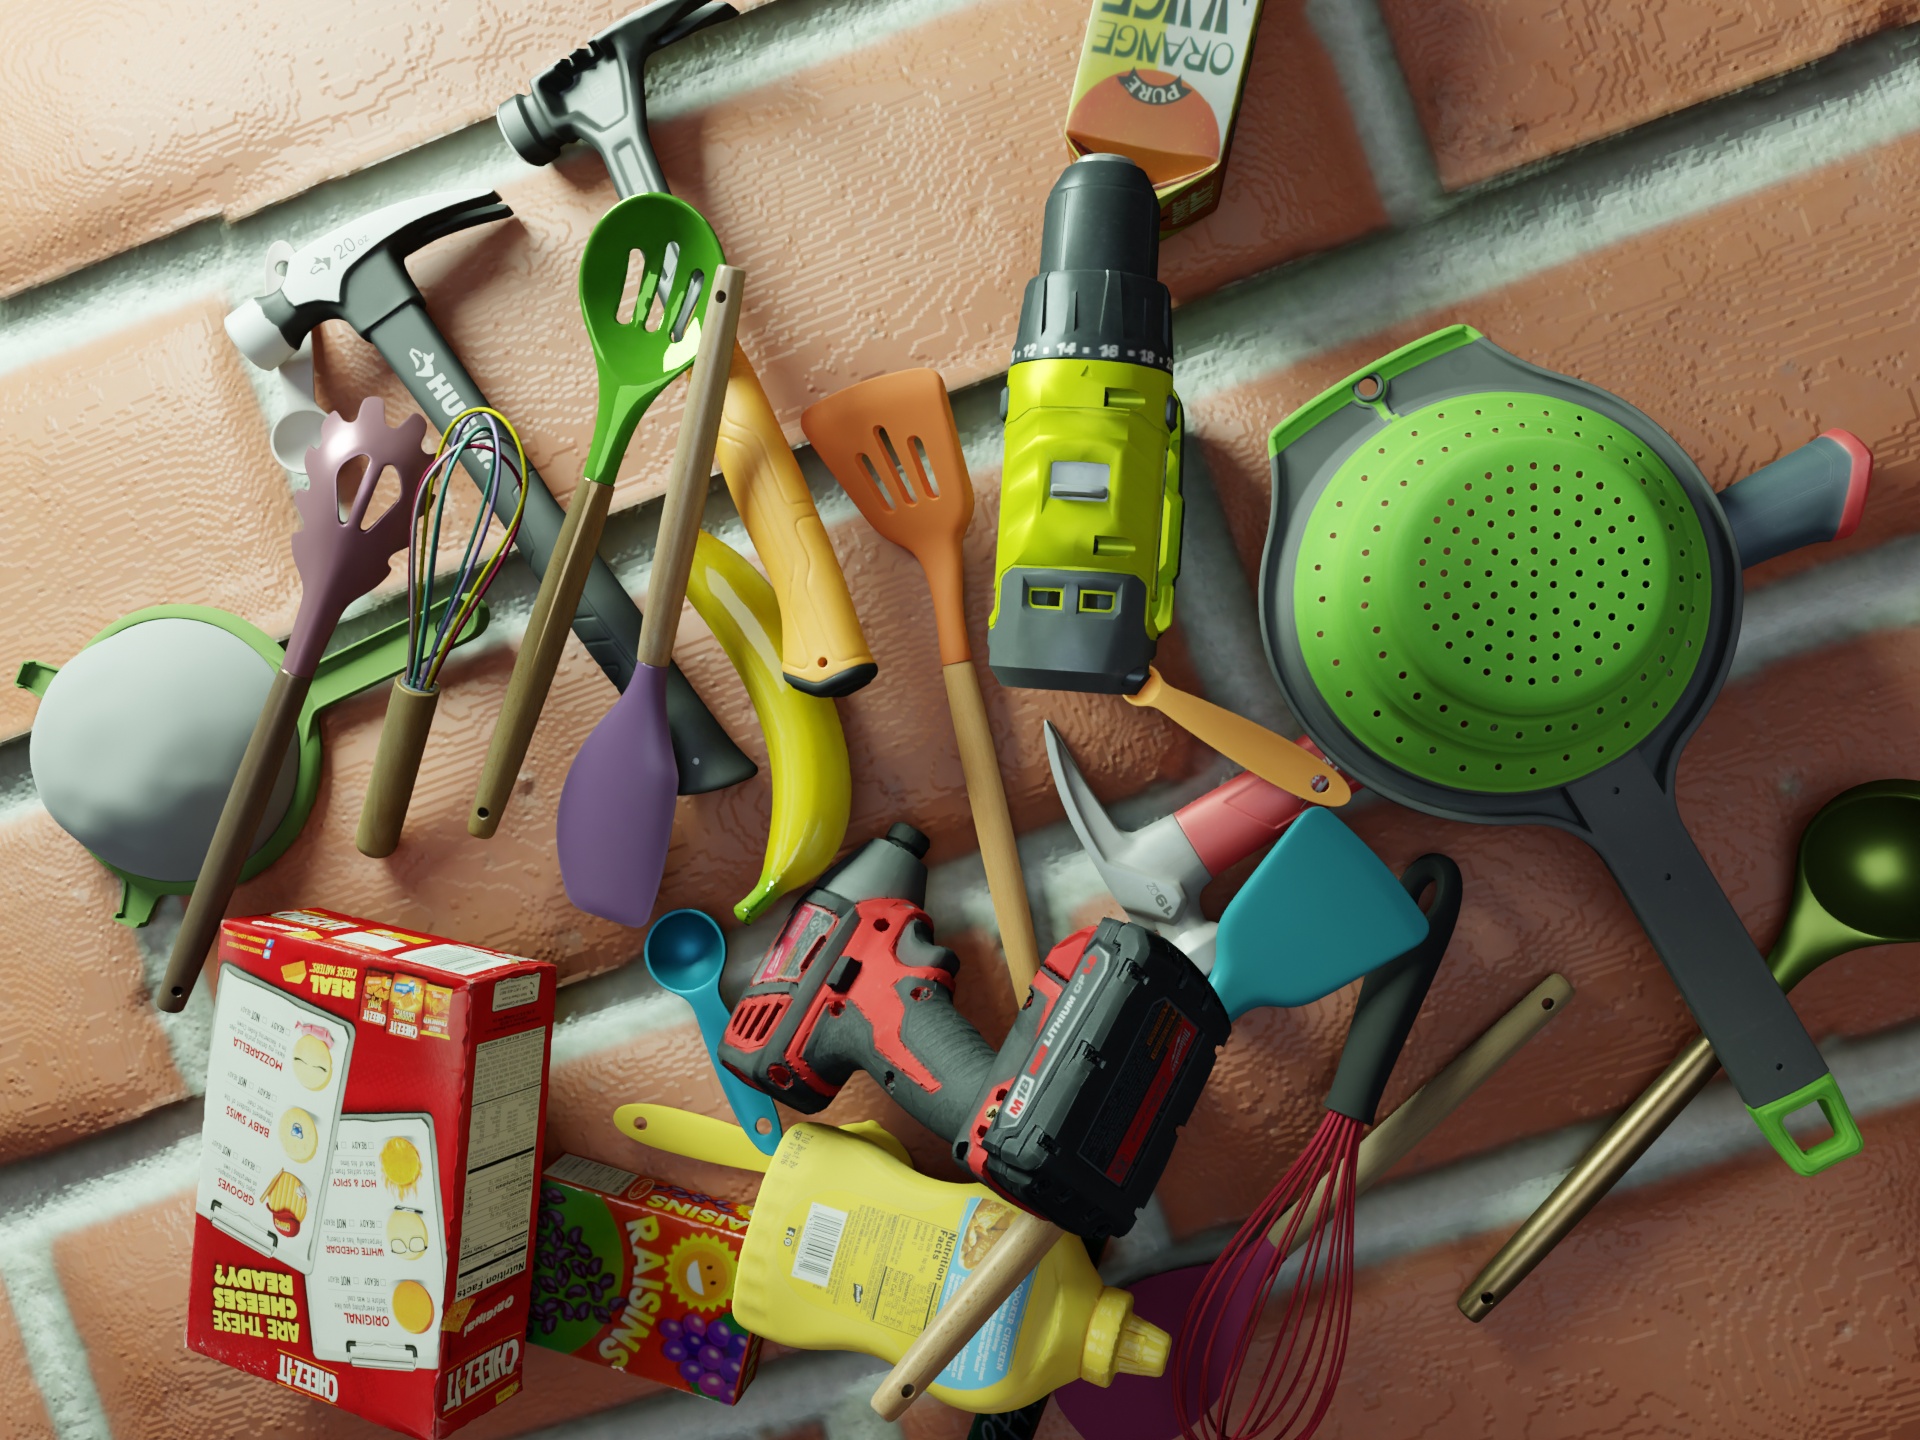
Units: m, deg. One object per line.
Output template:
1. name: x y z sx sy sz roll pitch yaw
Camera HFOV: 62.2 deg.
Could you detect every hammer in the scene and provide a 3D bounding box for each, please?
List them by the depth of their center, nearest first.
1. hammer: 0.228 -0.032 0.733 0.386 0.038 0.143 -32 86 7
2. hammer: -0.108 -0.171 0.747 0.127 0.034 0.337 -24 83 19
3. hammer: -0.206 -0.104 0.780 0.146 0.035 0.335 -35 89 0

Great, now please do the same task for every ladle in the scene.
1. ladle: 0.335 0.157 0.717 0.078 0.062 0.320 40 98 10

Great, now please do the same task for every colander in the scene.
1. colander: 0.270 0.015 0.659 0.204 0.094 0.397 -30 85 7

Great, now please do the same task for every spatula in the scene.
1. spatula: 0.076 0.173 0.685 0.082 0.044 0.317 47 72 -9
2. spatula: -0.140 -0.052 0.738 0.060 0.018 0.316 18 105 10
3. spatula: -0.001 -0.002 0.759 0.081 0.041 0.322 -12 92 31

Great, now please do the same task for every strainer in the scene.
1. strainer: -0.357 -0.005 0.786 0.256 0.069 0.151 -23 89 8

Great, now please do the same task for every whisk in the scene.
1. whisk: 0.170 0.198 0.723 0.073 0.073 0.296 22 82 6
2. whisk: -0.251 -0.034 0.755 0.047 0.051 0.245 20 115 -9

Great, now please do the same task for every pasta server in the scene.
1. pasta server: -0.324 -0.001 0.758 0.060 0.040 0.316 21 102 -21

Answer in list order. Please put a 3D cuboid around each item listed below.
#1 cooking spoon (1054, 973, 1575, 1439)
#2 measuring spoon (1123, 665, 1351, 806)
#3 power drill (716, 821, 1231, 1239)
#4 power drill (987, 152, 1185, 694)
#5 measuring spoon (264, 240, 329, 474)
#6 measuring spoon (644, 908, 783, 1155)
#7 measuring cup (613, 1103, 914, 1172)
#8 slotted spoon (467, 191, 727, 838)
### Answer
1. cooking spoon: 0.169 0.232 0.756 0.319 0.017 0.069 -44 77 6
2. measuring spoon: 0.125 0.007 0.725 0.117 0.011 0.021 29 95 4
3. power drill: -0.002 0.123 0.695 0.220 0.078 0.143 12 64 45
4. power drill: 0.055 -0.108 0.655 0.080 0.228 0.190 4 92 6
5. measuring spoon: -0.337 -0.183 0.810 0.034 0.018 0.124 -9 83 -6
6. measuring spoon: -0.115 0.152 0.782 0.042 0.021 0.129 -26 84 8
7. measuring cup: -0.099 0.217 0.781 0.156 0.029 0.062 14 93 5
8. slotted spoon: -0.179 -0.088 0.741 0.070 0.031 0.313 21 101 1
